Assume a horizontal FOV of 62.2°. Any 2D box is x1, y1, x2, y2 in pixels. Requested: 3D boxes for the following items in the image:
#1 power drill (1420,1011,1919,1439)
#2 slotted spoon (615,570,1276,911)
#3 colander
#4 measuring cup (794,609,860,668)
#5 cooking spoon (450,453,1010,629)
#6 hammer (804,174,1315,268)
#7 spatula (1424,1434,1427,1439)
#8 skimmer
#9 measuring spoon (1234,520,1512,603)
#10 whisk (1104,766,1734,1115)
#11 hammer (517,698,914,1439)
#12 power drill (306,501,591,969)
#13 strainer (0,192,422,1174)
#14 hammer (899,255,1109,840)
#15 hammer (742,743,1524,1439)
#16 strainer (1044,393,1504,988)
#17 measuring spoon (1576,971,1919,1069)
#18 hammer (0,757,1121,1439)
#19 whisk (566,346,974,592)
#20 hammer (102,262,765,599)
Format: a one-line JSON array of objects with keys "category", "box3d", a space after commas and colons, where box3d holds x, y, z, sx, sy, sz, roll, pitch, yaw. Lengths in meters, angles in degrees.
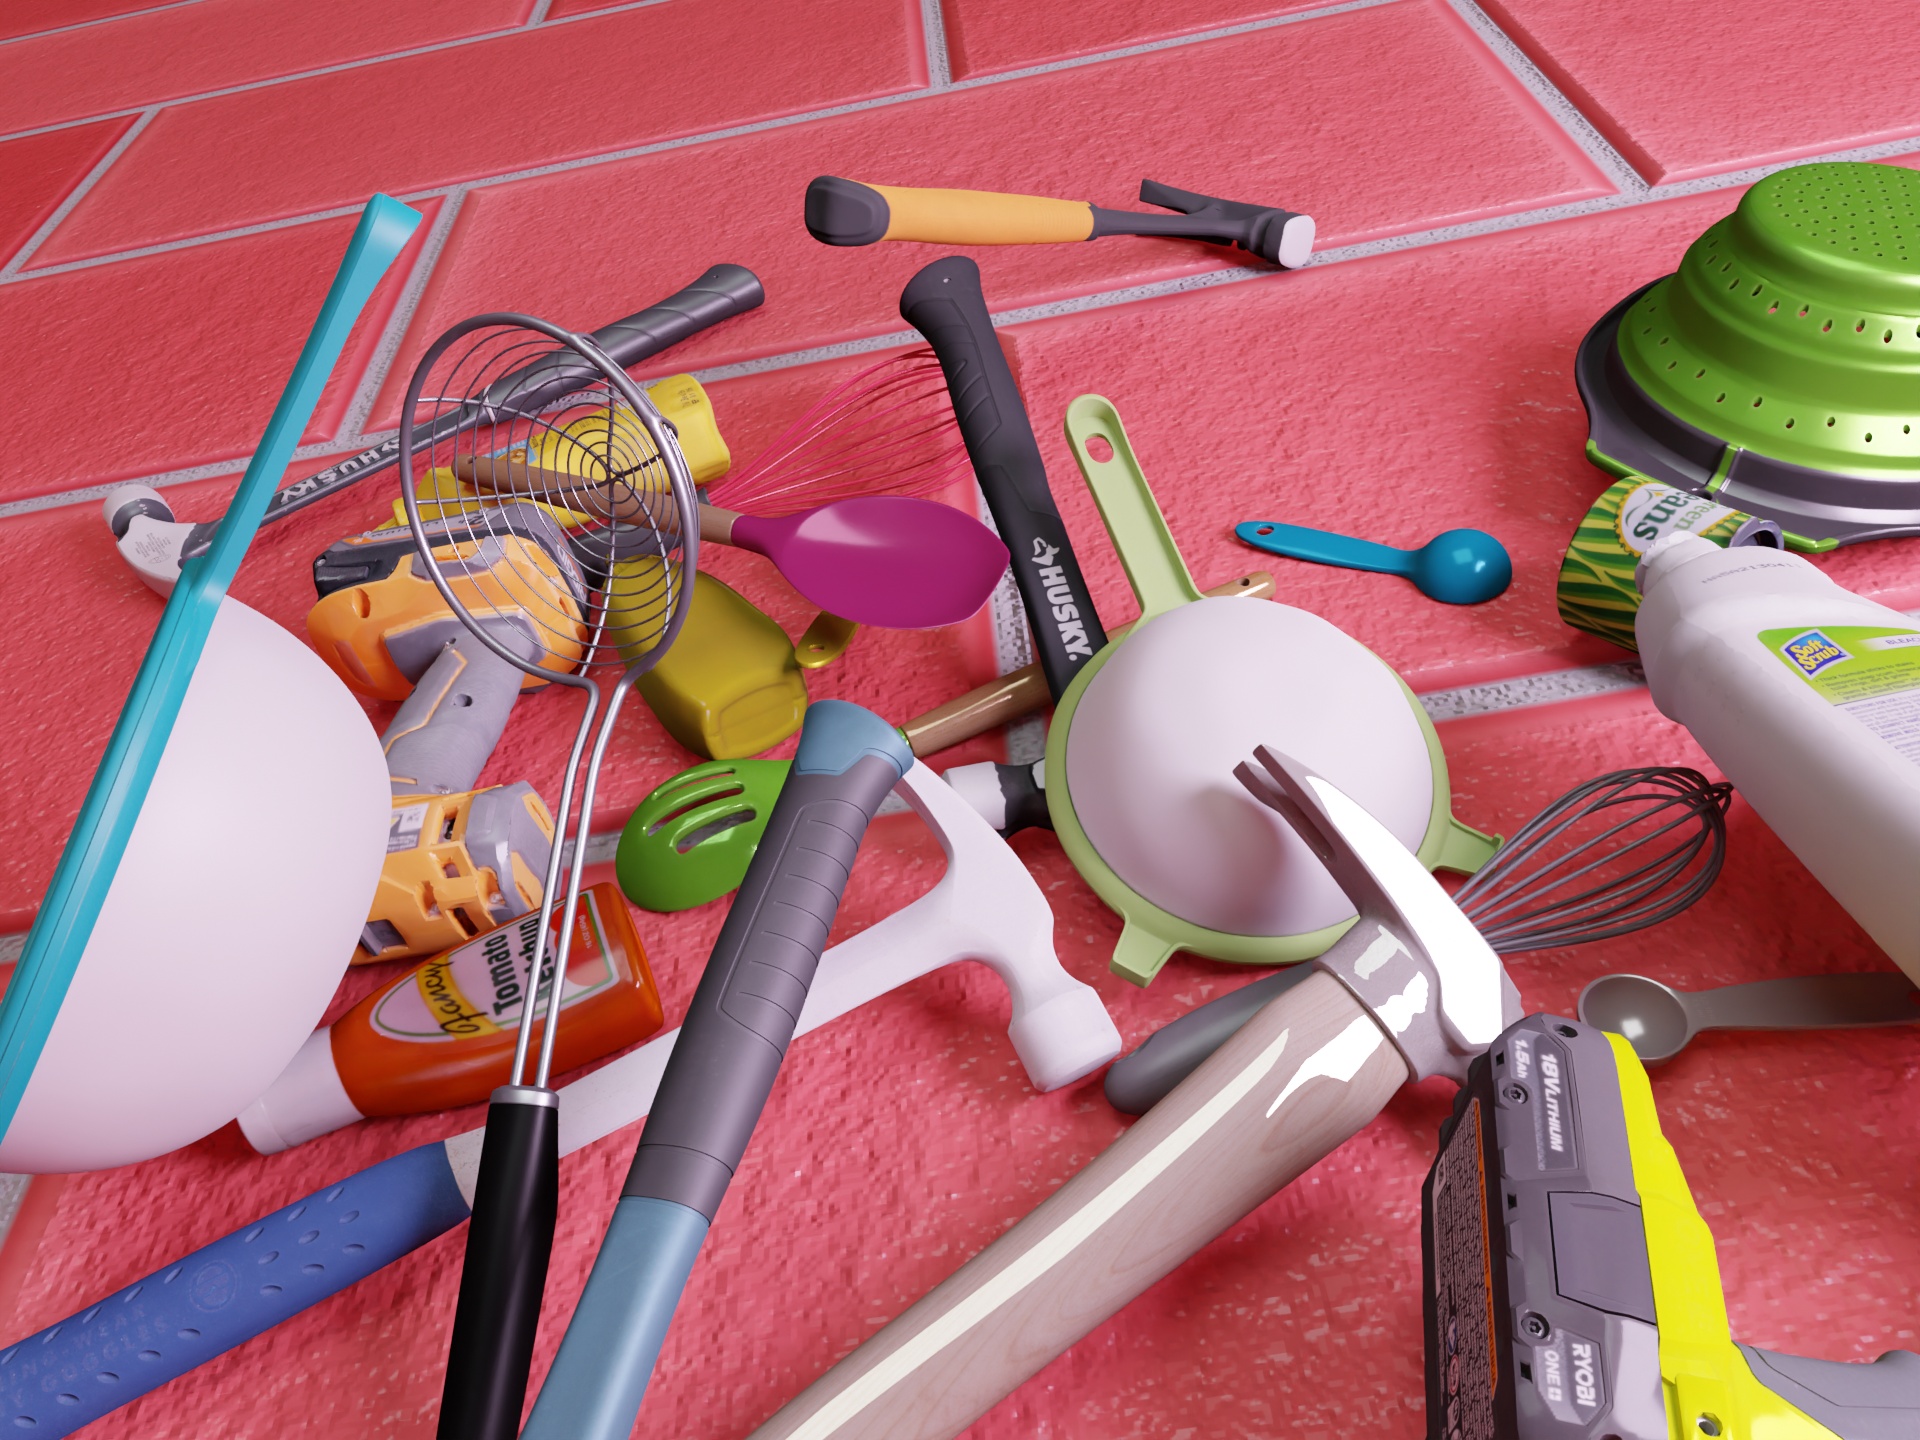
[{"category": "power drill", "box3d": [0.234, 0.150, 0.386, 0.223, 0.080, 0.171, 9, 45, 5]}, {"category": "slotted spoon", "box3d": [-0.001, -0.002, 0.678, 0.314, 0.031, 0.070, -23, 47, -13]}, {"category": "colander", "box3d": [0.436, -0.214, 0.720, 0.397, 0.094, 0.205, -35, 52, -30]}, {"category": "measuring cup", "box3d": [-0.053, -0.065, 0.728, 0.062, 0.029, 0.157, 1, 25, 8]}, {"category": "cooking spoon", "box3d": [-0.118, -0.090, 0.718, 0.319, 0.017, 0.069, 16, 61, 30]}, {"category": "hammer", "box3d": [0.048, -0.272, 0.860, 0.337, 0.034, 0.127, -15, 32, -43]}, {"category": "spatula", "box3d": [0.108, 0.215, 0.389, 0.082, 0.044, 0.317, 14, 47, 33]}, {"category": "skimmer", "box3d": [-0.148, 0.052, 0.494, 0.127, 0.090, 0.363, -9, 67, 33]}, {"category": "measuring spoon", "box3d": [0.184, -0.082, 0.719, 0.129, 0.021, 0.042, 15, 48, 28]}, {"category": "whisk", "box3d": [0.156, 0.075, 0.536, 0.239, 0.055, 0.055, -24, 42, -5]}, {"category": "hammer", "box3d": [-0.076, 0.125, 0.443, 0.128, 0.033, 0.331, -1, 48, 25]}, {"category": "power drill", "box3d": [-0.259, 0.012, 0.695, 0.185, 0.084, 0.226, -10, 45, 7]}, {"category": "strainer", "box3d": [-0.219, 0.005, 0.517, 0.340, 0.095, 0.211, -60, 27, 12]}, {"category": "hammer", "box3d": [0.033, -0.096, 0.709, 0.146, 0.035, 0.335, -11, 54, -6]}, {"category": "hammer", "box3d": [-0.011, 0.170, 0.439, 0.410, 0.038, 0.146, -35, 79, -18]}, {"category": "strainer", "box3d": [0.091, -0.038, 0.594, 0.151, 0.069, 0.257, -15, 63, -9]}, {"category": "measuring spoon", "box3d": [0.259, 0.096, 0.509, 0.124, 0.018, 0.034, -4, 41, 0]}, {"category": "hammer", "box3d": [-0.157, 0.140, 0.526, 0.405, 0.035, 0.144, -26, 70, -9]}, {"category": "whisk", "box3d": [-0.108, -0.115, 0.810, 0.296, 0.073, 0.073, -24, 41, -3]}, {"category": "hammer", "box3d": [-0.296, -0.181, 0.953, 0.409, 0.036, 0.149, -32, 45, -20]}]
